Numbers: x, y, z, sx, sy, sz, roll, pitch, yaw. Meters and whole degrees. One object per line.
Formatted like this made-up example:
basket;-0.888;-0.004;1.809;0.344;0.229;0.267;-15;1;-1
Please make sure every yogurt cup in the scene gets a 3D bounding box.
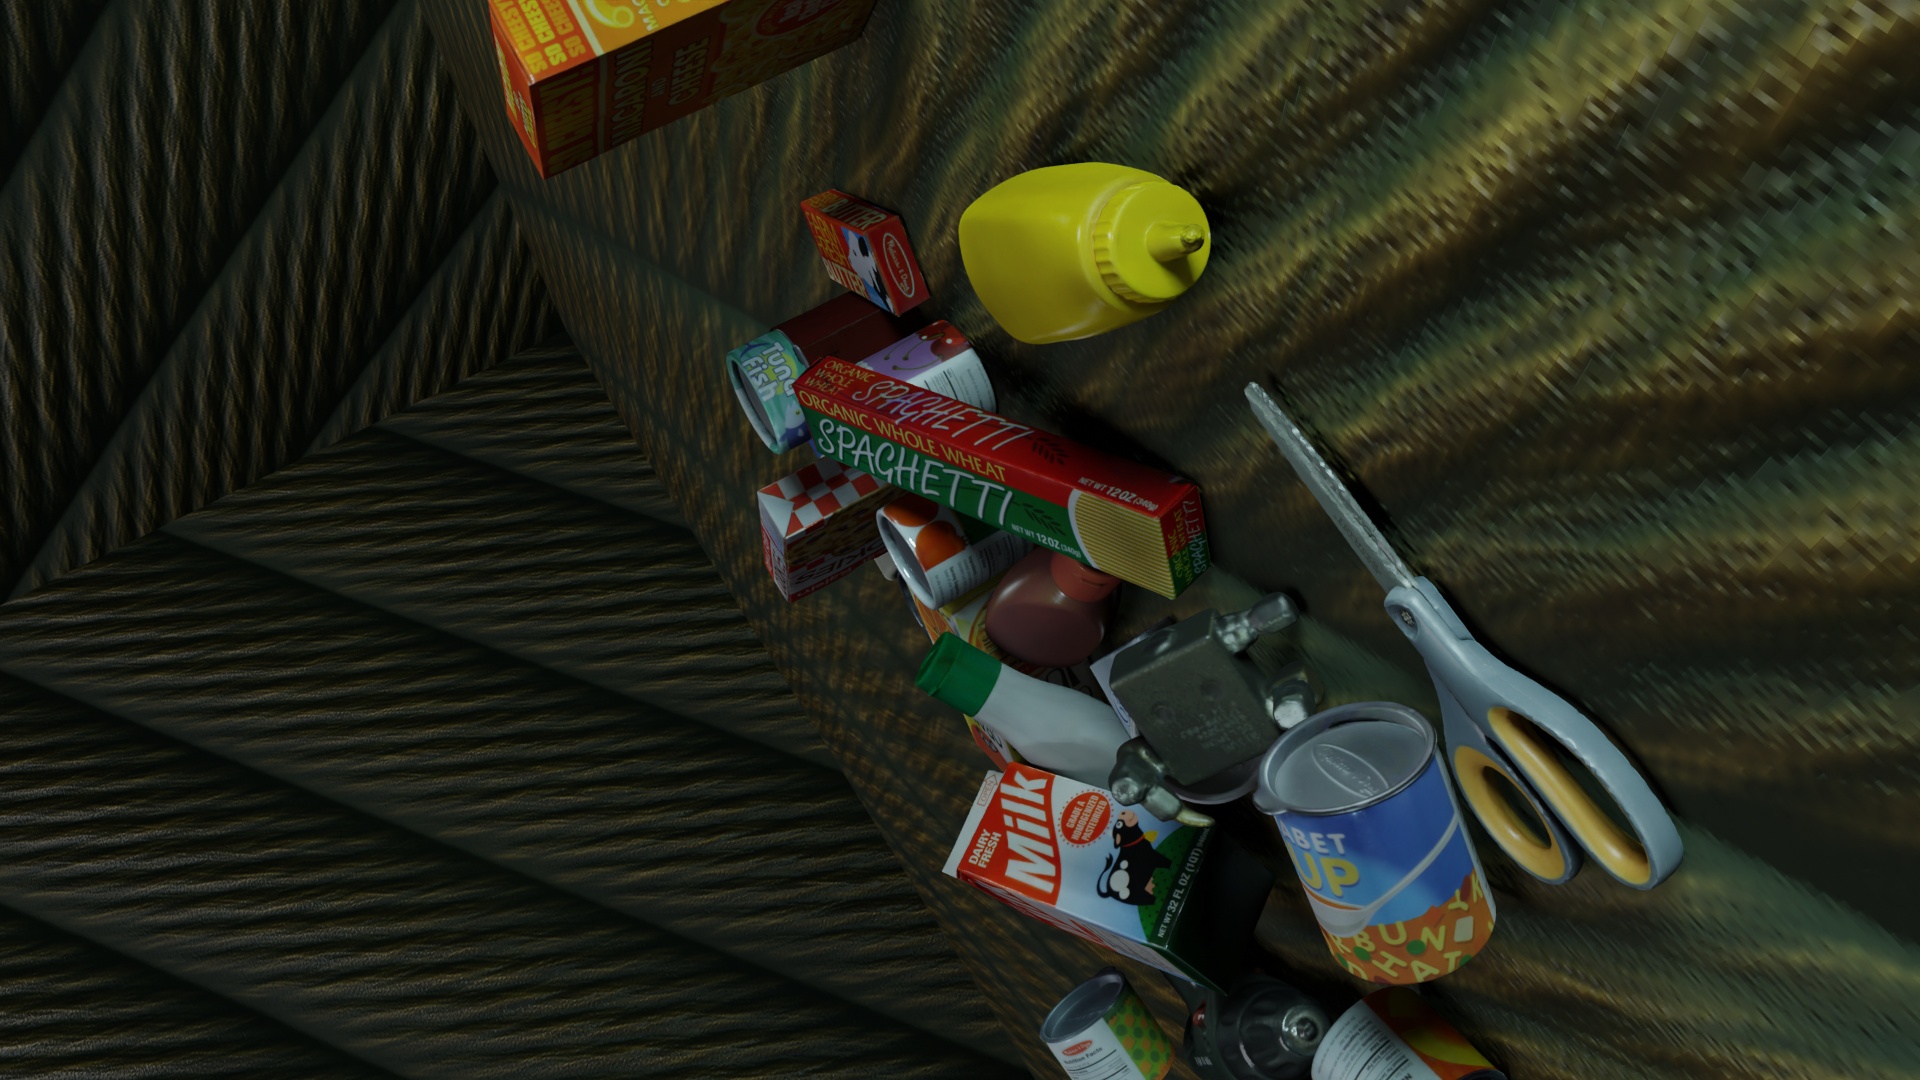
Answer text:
yogurt cup;0.111;0.089;0.648;0.072;0.072;0.054;58;174;10

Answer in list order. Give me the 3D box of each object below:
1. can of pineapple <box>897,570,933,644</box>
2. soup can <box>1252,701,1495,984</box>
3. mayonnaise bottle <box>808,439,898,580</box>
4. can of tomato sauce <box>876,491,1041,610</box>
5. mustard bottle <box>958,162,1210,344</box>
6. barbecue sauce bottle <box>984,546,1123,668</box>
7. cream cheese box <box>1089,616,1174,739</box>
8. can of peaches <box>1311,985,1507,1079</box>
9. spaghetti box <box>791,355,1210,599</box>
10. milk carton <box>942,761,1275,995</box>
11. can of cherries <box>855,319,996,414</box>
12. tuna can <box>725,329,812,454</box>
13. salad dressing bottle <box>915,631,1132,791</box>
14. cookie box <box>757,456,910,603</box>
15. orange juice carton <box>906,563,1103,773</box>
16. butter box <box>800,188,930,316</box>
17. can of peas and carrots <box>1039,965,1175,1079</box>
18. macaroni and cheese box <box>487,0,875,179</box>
can of pineapple;-0.002;0.034;0.947;0.071;0.058;0.070;54;165;23
soup can;0.155;0.115;0.523;0.083;0.071;0.071;65;165;-19
mayonnaise bottle;-0.077;-0.042;1.098;0.148;0.041;0.064;59;165;9
can of tomato sauce;0.003;-0.010;0.785;0.071;0.083;0.071;54;164;23
mustard bottle;0.049;-0.104;0.502;0.065;0.049;0.160;64;165;-18
barbecue sauce bottle;0.056;0.027;0.733;0.065;0.044;0.148;19;158;-3
cream cheese box;0.102;0.076;0.733;0.053;0.024;0.103;60;166;8
can of peaches;0.205;0.247;0.631;0.058;0.071;0.071;41;157;52
spaghetti box;0.010;-0.037;0.675;0.250;0.029;0.050;23;143;40
milk carton;0.070;0.182;0.786;0.190;0.072;0.073;8;153;45
can of cherries;-0.022;-0.083;0.779;0.071;0.058;0.071;54;165;21
tuna can;-0.105;-0.085;0.793;0.071;0.033;0.070;54;163;26
salad dressing bottle;0.046;0.103;0.798;0.147;0.044;0.064;30;145;-7
cookie box;-0.074;-0.019;0.956;0.040;0.123;0.167;58;166;11
orange juice carton;0.038;0.088;0.880;0.072;0.073;0.191;38;154;56
butter box;-0.056;-0.168;0.800;0.104;0.024;0.053;40;156;55
can of peas and carrots;0.095;0.317;0.883;0.058;0.071;0.071;55;166;-3
macaroni and cheese box;-0.114;-0.222;0.593;0.040;0.167;0.123;62;166;-4
